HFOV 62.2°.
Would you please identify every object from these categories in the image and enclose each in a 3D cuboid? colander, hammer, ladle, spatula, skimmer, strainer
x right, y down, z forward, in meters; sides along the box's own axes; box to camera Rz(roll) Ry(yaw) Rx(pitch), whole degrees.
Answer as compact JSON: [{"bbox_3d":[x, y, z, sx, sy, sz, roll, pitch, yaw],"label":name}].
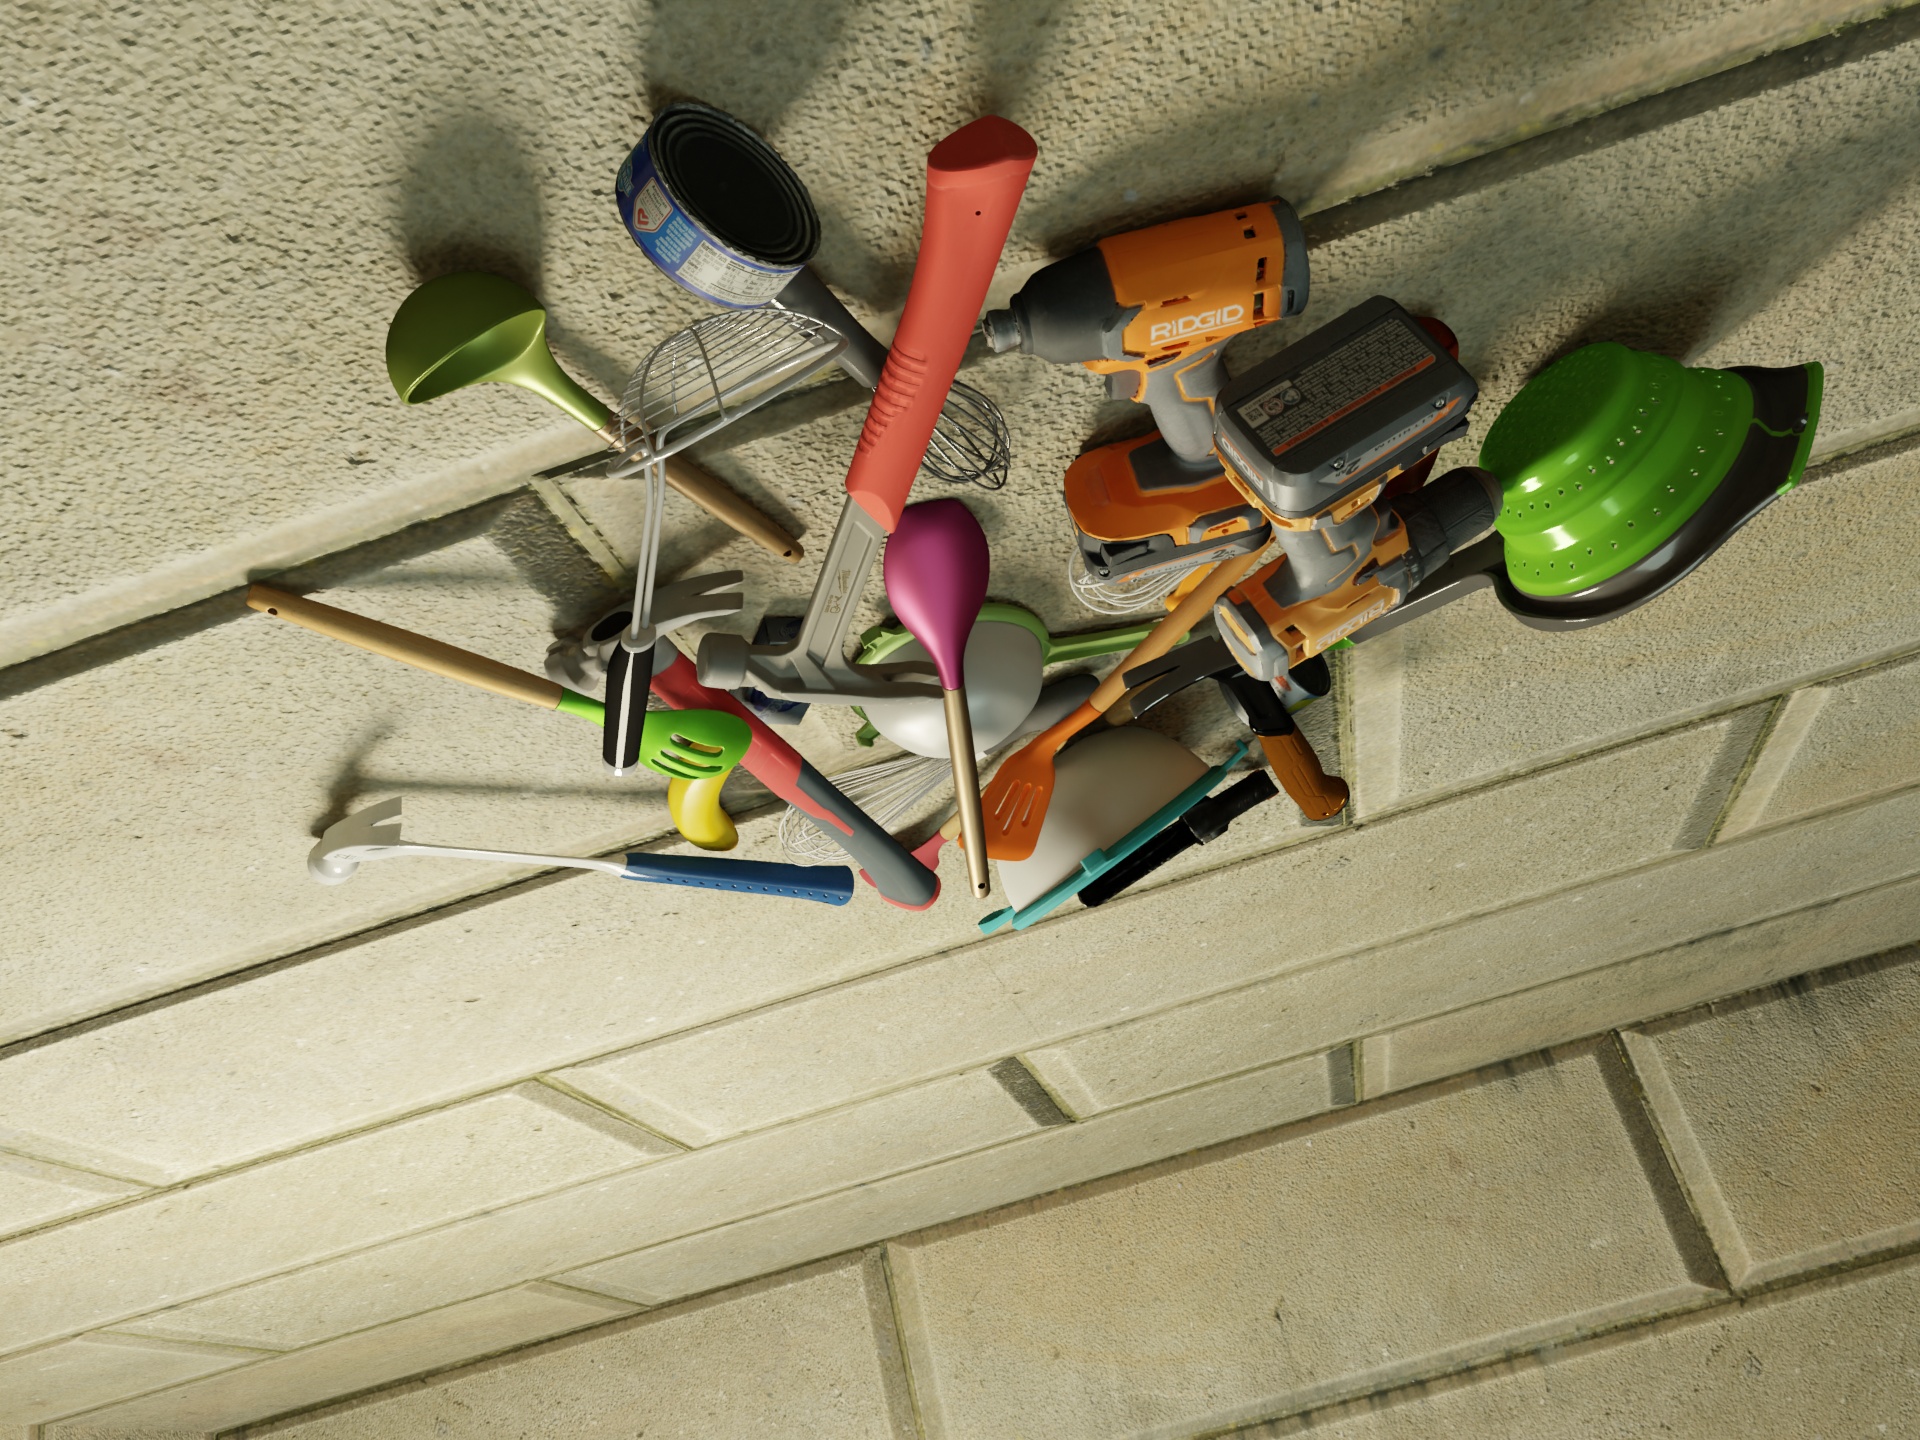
[{"bbox_3d":[0.346,-0.139,1.036,0.094,0.205,0.397,37,149,-15],"label":"colander"},{"bbox_3d":[0.228,0.014,1.178,0.127,0.034,0.336,-23,152,15],"label":"hammer"},{"bbox_3d":[-0.028,-0.137,0.820,0.149,0.037,0.358,3,138,-23],"label":"hammer"},{"bbox_3d":[-0.169,-0.138,0.833,0.078,0.062,0.319,-32,151,16],"label":"ladle"},{"bbox_3d":[0.002,0.081,1.309,0.069,0.031,0.315,0,154,-32],"label":"ladle"},{"bbox_3d":[0.115,-0.020,1.108,0.081,0.041,0.322,17,125,-45],"label":"spatula"},{"bbox_3d":[-0.143,-0.068,0.839,0.127,0.090,0.363,-45,165,-39],"label":"skimmer"},{"bbox_3d":[-0.264,0.108,1.197,0.405,0.035,0.144,9,159,-31],"label":"hammer"},{"bbox_3d":[0.050,-0.023,1.127,0.256,0.069,0.151,-11,151,-12],"label":"strainer"},{"bbox_3d":[0.076,0.094,1.323,0.211,0.095,0.340,-33,175,-34],"label":"strainer"},{"bbox_3d":[-0.106,0.033,1.104,0.143,0.038,0.385,-21,140,21],"label":"hammer"}]

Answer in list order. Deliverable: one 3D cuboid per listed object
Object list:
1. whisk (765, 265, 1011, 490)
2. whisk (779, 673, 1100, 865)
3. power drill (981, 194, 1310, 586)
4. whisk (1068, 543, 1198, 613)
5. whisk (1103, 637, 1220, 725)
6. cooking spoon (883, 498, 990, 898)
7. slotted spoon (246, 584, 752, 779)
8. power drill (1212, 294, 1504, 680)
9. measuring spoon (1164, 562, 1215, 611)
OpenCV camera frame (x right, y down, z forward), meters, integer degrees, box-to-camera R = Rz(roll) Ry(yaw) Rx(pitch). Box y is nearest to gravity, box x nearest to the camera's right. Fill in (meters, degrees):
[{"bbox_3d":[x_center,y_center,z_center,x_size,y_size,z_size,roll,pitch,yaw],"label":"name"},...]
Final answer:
[{"bbox_3d":[-0.043,-0.185,0.821,0.055,0.055,0.238,-28,145,23],"label":"whisk"},{"bbox_3d":[-0.019,0.034,1.225,0.284,0.070,0.070,-28,150,13],"label":"whisk"},{"bbox_3d":[0.100,-0.174,0.874,0.164,0.084,0.226,-14,148,-1],"label":"power drill"},{"bbox_3d":[0.186,-0.134,1.026,0.246,0.059,0.058,-23,-172,7],"label":"whisk"},{"bbox_3d":[0.200,-0.053,1.148,0.047,0.051,0.245,32,132,-32],"label":"whisk"},{"bbox_3d":[-0.002,-0.003,1.059,0.068,0.017,0.318,-12,126,-7],"label":"cooking spoon"},{"bbox_3d":[-0.268,-0.021,0.961,0.313,0.031,0.070,21,133,-28],"label":"slotted spoon"},{"bbox_3d":[0.226,-0.127,0.874,0.185,0.084,0.226,-31,152,-5],"label":"power drill"},{"bbox_3d":[0.171,-0.108,1.095,0.021,0.011,0.116,-2,150,-22],"label":"measuring spoon"}]
